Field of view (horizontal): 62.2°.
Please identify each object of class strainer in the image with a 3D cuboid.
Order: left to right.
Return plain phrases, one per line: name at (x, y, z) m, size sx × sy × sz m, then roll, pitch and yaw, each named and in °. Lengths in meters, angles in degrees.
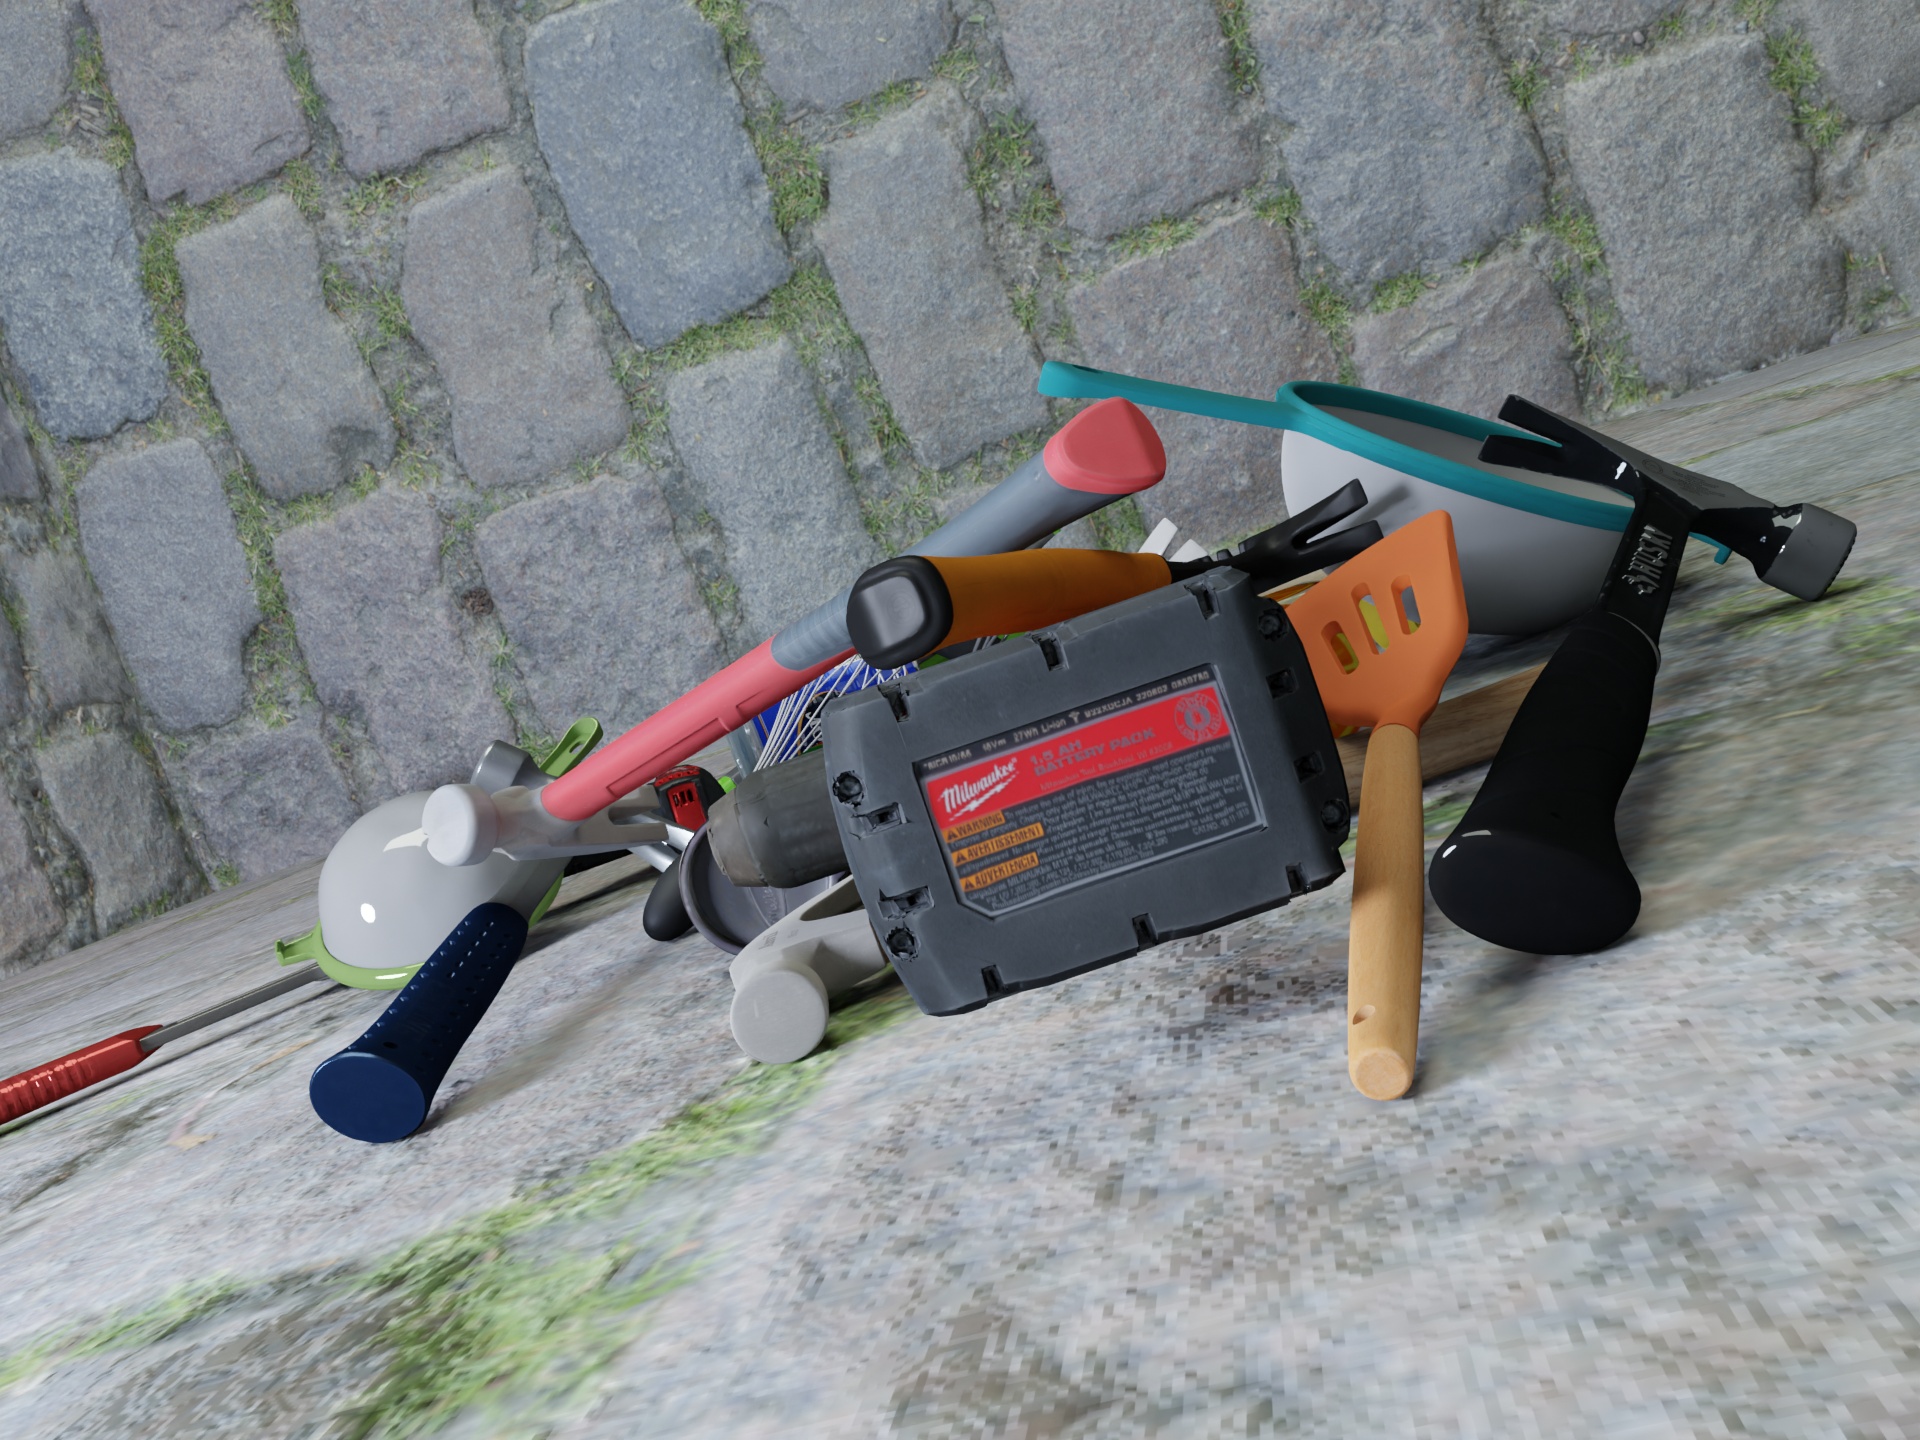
strainer at (-0.298, 0.055, 0.975) m, size 0.151 × 0.069 × 0.256 m, roll 2°, pitch 35°, yaw 23°
strainer at (0.192, -0.108, 0.803) m, size 0.340 × 0.095 × 0.211 m, roll 7°, pitch 23°, yaw -16°

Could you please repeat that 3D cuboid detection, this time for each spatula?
spatula at (0.119, 0.009, 0.461) m, size 0.081 × 0.041 × 0.323 m, roll -36°, pitch 7°, yaw 24°

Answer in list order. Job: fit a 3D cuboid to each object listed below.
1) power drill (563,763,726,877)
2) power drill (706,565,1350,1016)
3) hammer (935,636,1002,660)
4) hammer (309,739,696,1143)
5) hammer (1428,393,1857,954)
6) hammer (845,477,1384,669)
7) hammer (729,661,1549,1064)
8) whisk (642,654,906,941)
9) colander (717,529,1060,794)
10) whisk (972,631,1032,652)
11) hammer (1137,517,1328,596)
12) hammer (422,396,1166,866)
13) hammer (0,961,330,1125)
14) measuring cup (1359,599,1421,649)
power drill at (-0.267, 0.086, 1.096) m, size 0.219 × 0.078 × 0.143 m, roll -17°, pitch 5°, yaw -10°
power drill at (0.006, 0.019, 0.474) m, size 0.188 × 0.080 × 0.227 m, roll -19°, pitch 3°, yaw 0°
hammer at (0.015, -0.043, 1.074) m, size 0.146 × 0.035 × 0.335 m, roll -15°, pitch 11°, yaw -11°
hammer at (-0.213, 0.094, 0.768) m, size 0.144 × 0.035 × 0.406 m, roll 24°, pitch 11°, yaw -7°
hammer at (0.211, -0.033, 0.517) m, size 0.149 × 0.036 × 0.409 m, roll 28°, pitch 31°, yaw 16°
hammer at (0.064, -0.054, 0.613) m, size 0.127 × 0.034 × 0.337 m, roll -23°, pitch -4°, yaw 28°
hammer at (0.079, 0.039, 0.566) m, size 0.331 × 0.031 × 0.130 m, roll -19°, pitch 6°, yaw -3°
whisk at (-0.099, 0.025, 0.888) m, size 0.070 × 0.070 × 0.285 m, roll -16°, pitch 26°, yaw 33°
colander at (-0.049, -0.016, 1.383) m, size 0.397 × 0.094 × 0.204 m, roll -40°, pitch 12°, yaw -16°
whisk at (-0.002, -0.003, 0.838) m, size 0.055 × 0.055 × 0.239 m, roll -26°, pitch -15°, yaw -51°
hammer at (0.222, -0.083, 0.953) m, size 0.410 × 0.038 × 0.146 m, roll -19°, pitch -36°, yaw -41°
hammer at (-0.067, -0.024, 0.700) m, size 0.386 × 0.038 × 0.143 m, roll -29°, pitch -16°, yaw 31°
hammer at (-0.532, 0.210, 0.965) m, size 0.359 × 0.036 × 0.149 m, roll -23°, pitch 7°, yaw -41°
measuring cup at (0.266, -0.069, 0.950) m, size 0.029 × 0.062 × 0.156 m, roll -28°, pitch -10°, yaw 25°
